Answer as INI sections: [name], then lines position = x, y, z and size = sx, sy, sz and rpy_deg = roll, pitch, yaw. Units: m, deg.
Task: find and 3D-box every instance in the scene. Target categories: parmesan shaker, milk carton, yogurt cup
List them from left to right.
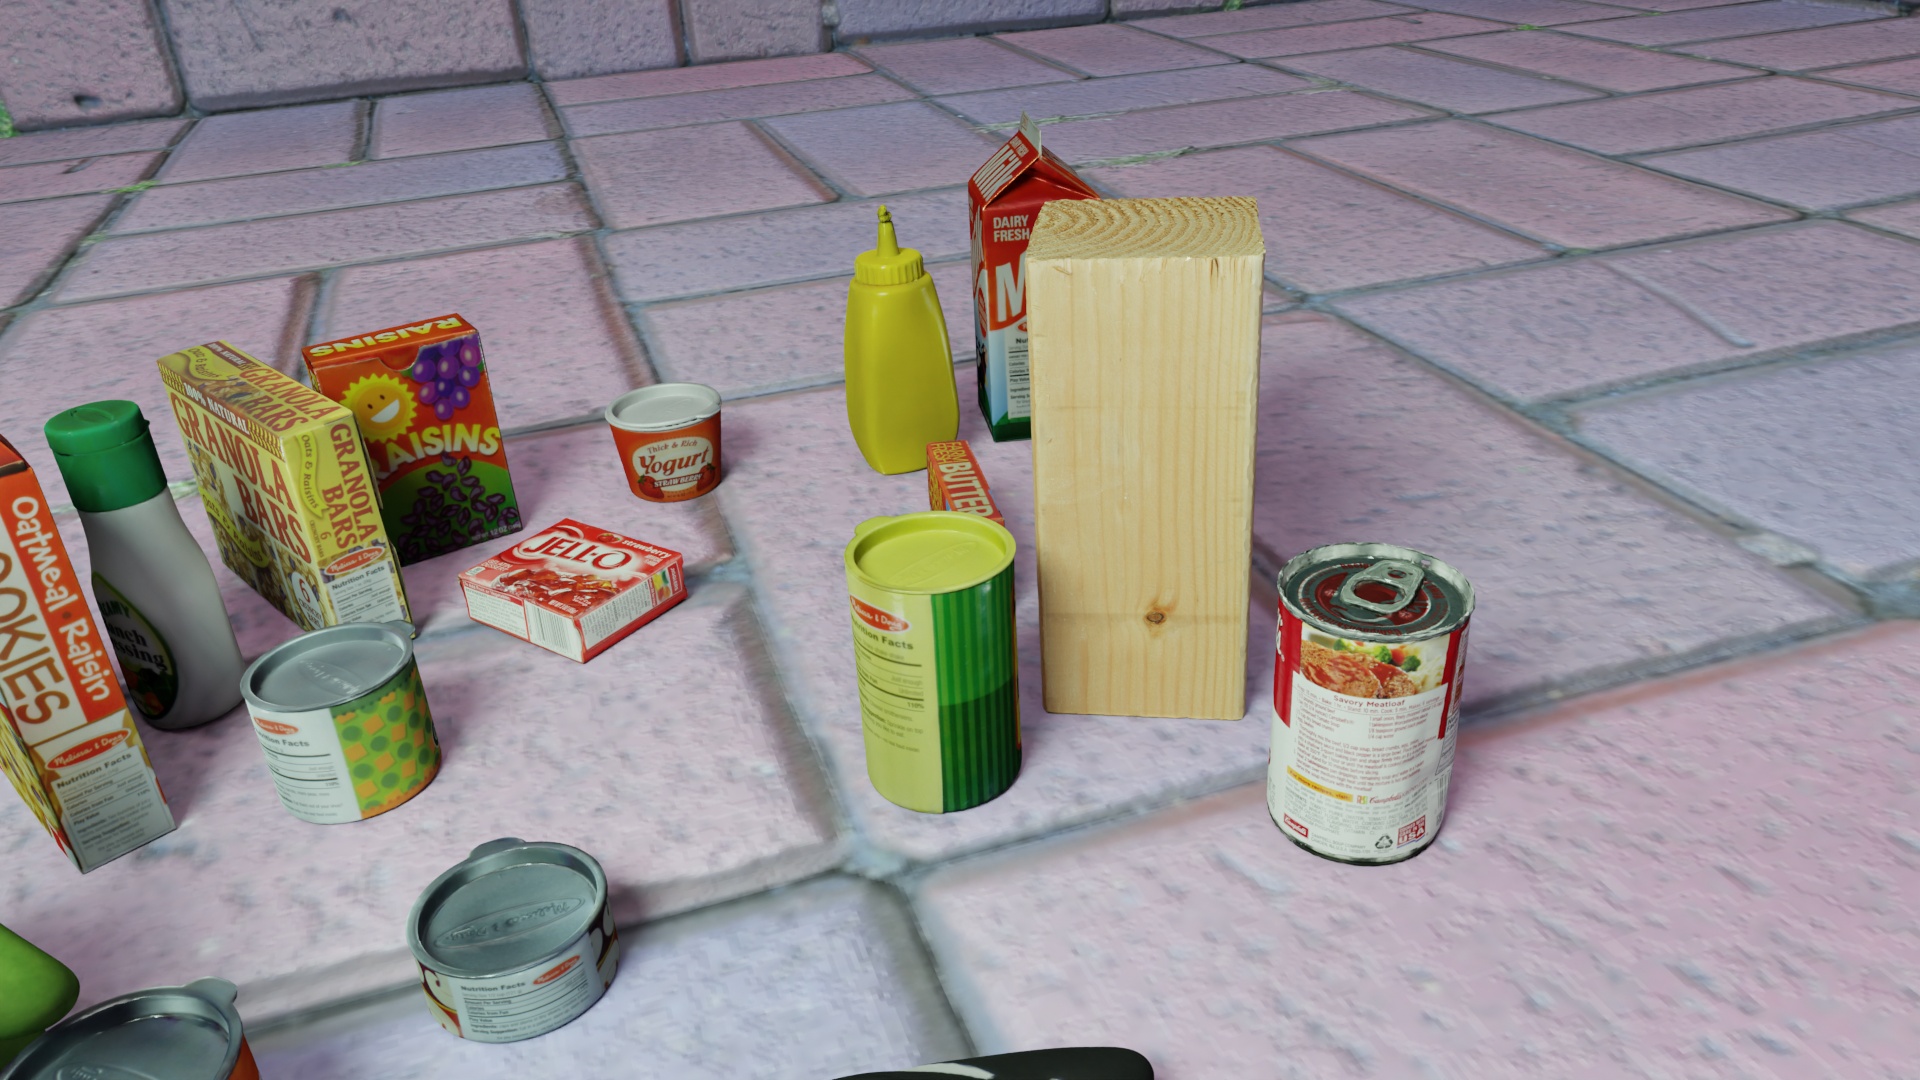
[yogurt cup]
position = -0.173, -0.058, 0.828
size = 0.072, 0.053, 0.073
rpy_deg = -3, 28, 1
[parmesan shaker]
position = -0.011, 0.047, 0.559
size = 0.071, 0.102, 0.071
rpy_deg = -3, 28, 1
[milk carton]
position = 0.046, -0.164, 0.860
size = 0.073, 0.189, 0.072
rpy_deg = -6, 28, -5

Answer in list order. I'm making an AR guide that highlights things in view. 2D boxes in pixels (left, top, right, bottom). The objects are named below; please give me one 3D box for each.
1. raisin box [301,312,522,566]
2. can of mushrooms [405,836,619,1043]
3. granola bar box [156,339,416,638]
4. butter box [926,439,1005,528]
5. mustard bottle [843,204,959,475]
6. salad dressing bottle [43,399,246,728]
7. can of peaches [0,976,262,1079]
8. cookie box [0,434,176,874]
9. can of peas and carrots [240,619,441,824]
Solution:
[raisin box]
position = -0.298, -0.053, 0.759
size = 0.086, 0.122, 0.040
rpy_deg = -19, 31, -27
[can of mushrooms]
position = -0.153, 0.136, 0.480
size = 0.071, 0.033, 0.071
rpy_deg = -3, 28, 1
[granola bar box]
position = -0.343, -0.023, 0.706
size = 0.166, 0.123, 0.039
rpy_deg = 23, 37, 40
[butter box]
position = 0.003, -0.009, 0.717
size = 0.024, 0.053, 0.104
rpy_deg = -7, 28, -8
[mustard bottle]
position = -0.037, -0.120, 0.818
size = 0.065, 0.159, 0.049
rpy_deg = -15, 30, -21
[salad dressing bottle]
position = -0.361, 0.012, 0.616
size = 0.064, 0.147, 0.044
rpy_deg = 14, 32, 31
[can of peaches]
position = -0.230, 0.171, 0.396
size = 0.071, 0.057, 0.071
rpy_deg = -3, 28, 1
[cookie box]
position = -0.380, 0.034, 0.556
size = 0.123, 0.166, 0.040
rpy_deg = 21, 36, 39
[can of peas and carrots]
position = -0.255, 0.074, 0.581
size = 0.071, 0.058, 0.071
rpy_deg = -3, 28, 1
